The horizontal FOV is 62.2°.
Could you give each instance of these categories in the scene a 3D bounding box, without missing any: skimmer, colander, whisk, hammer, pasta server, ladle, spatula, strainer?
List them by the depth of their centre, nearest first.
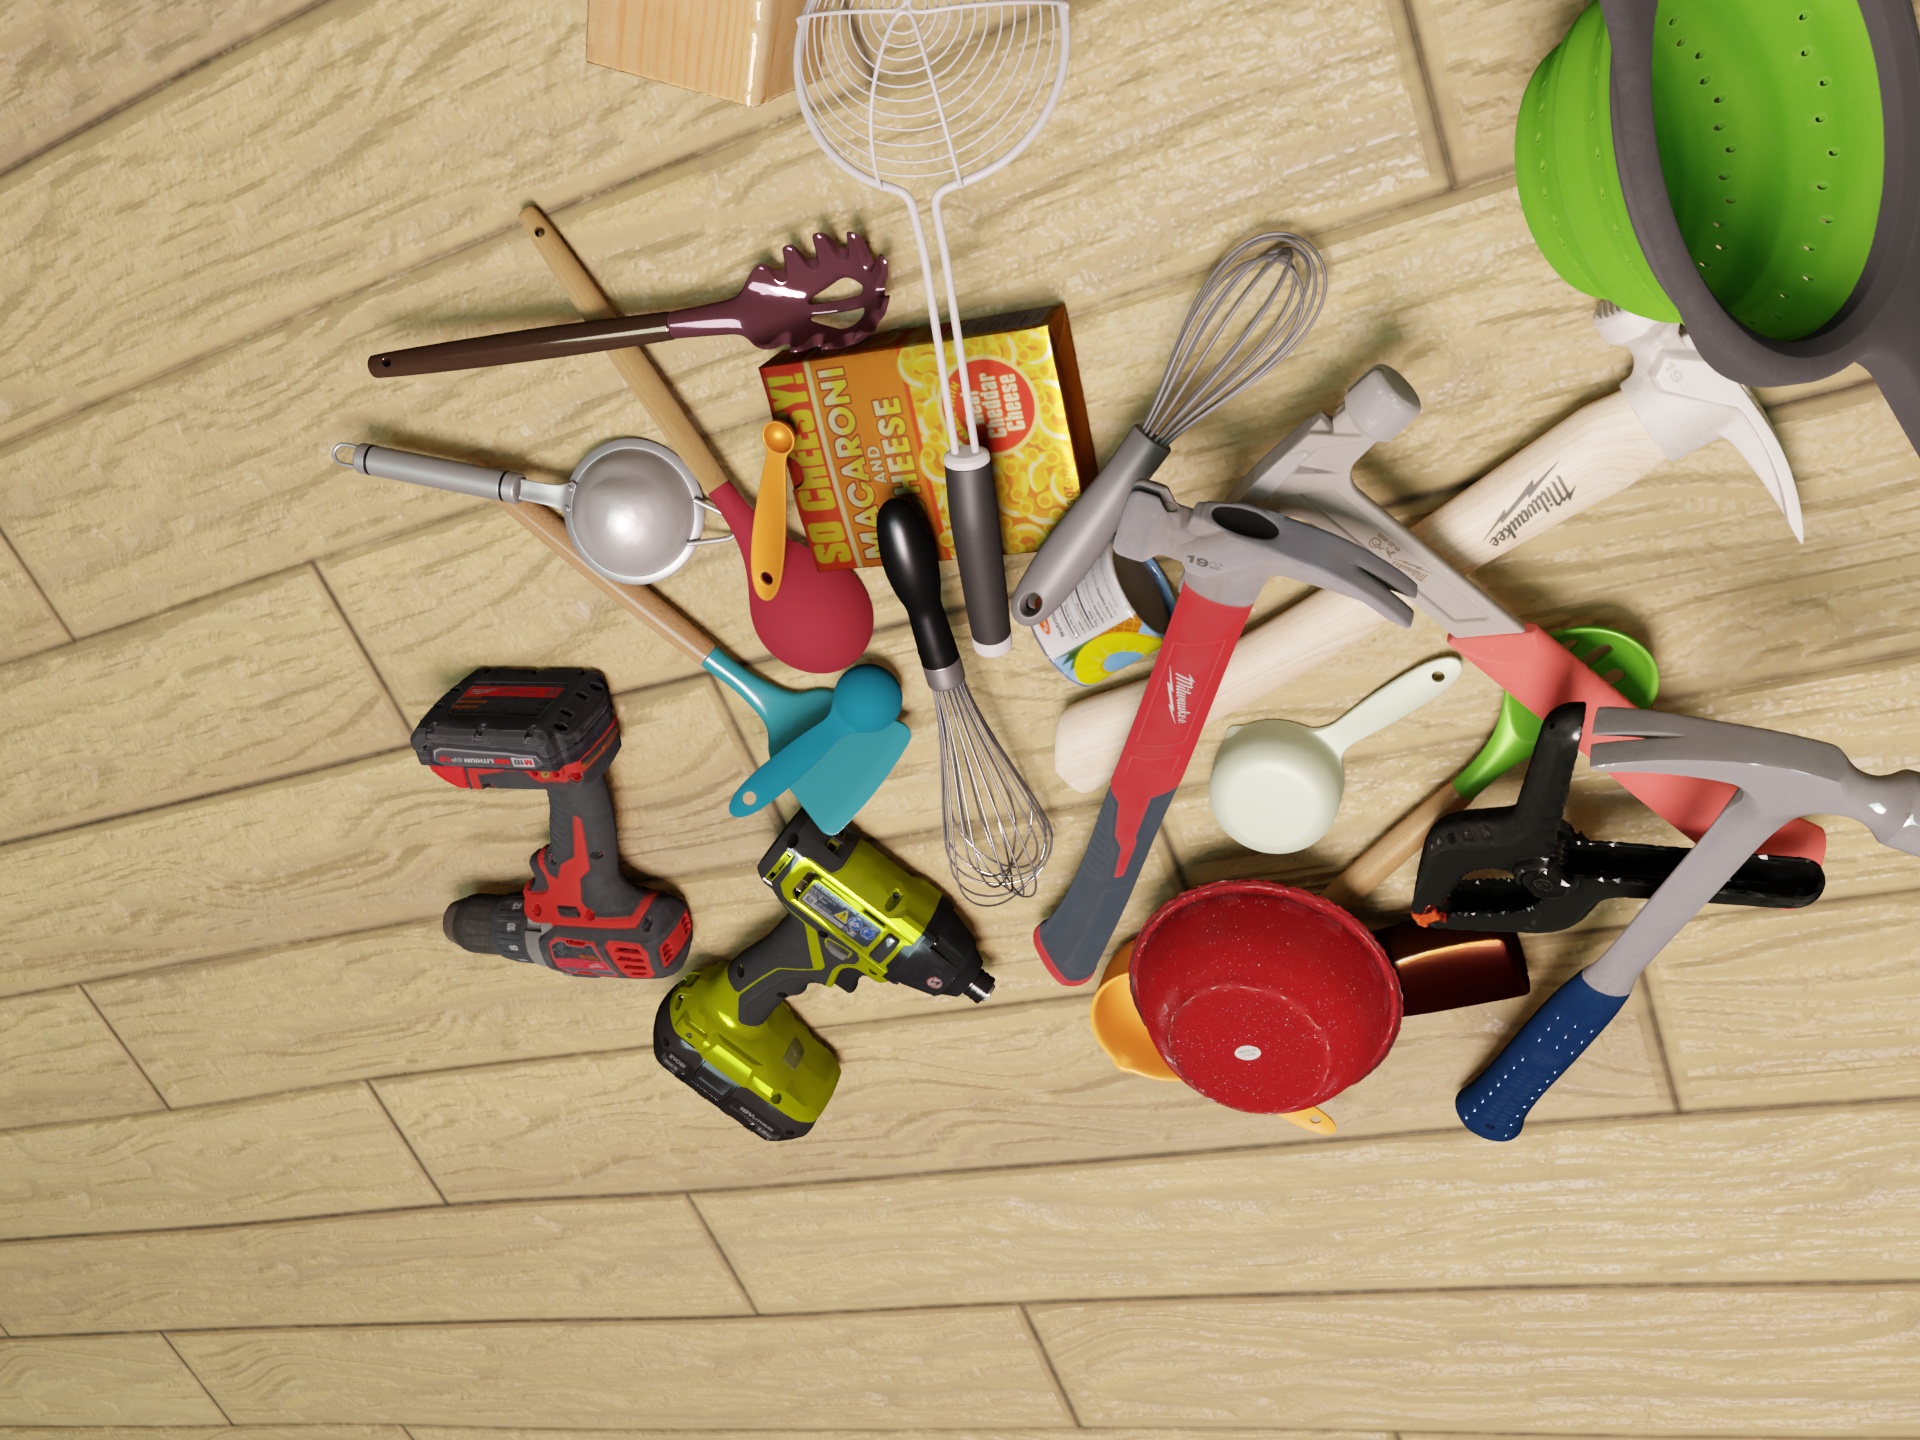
[{"bbox_3d":[0.348,-0.184,0.680,0.396,0.204,0.094,42,160,-27],"label":"colander"},{"bbox_3d":[0.002,-0.198,0.786,0.127,0.090,0.362,2,131,14],"label":"skimmer"},{"bbox_3d":[0.286,-0.016,0.798,0.359,0.037,0.149,37,128,-10],"label":"hammer"},{"bbox_3d":[0.099,-0.140,0.802,0.055,0.055,0.239,36,113,-3],"label":"whisk"},{"bbox_3d":[0.331,0.126,0.819,0.144,0.035,0.405,18,146,9],"label":"hammer"},{"bbox_3d":[0.218,-0.057,0.840,0.410,0.038,0.146,-33,106,33],"label":"hammer"},{"bbox_3d":[-0.186,-0.214,0.867,0.316,0.040,0.060,-4,90,14],"label":"pasta server"},{"bbox_3d":[0.117,0.038,0.876,0.143,0.038,0.386,19,139,5],"label":"hammer"},{"bbox_3d":[-0.153,-0.157,0.915,0.069,0.031,0.315,-34,102,3],"label":"ladle"},{"bbox_3d":[-0.002,-0.002,0.917,0.070,0.070,0.284,-3,126,21],"label":"whisk"},{"bbox_3d":[-0.261,-0.136,0.949,0.258,0.050,0.087,12,101,10],"label":"strainer"},{"bbox_3d":[-0.175,-0.057,0.975,0.317,0.044,0.082,38,92,-2],"label":"spatula"}]

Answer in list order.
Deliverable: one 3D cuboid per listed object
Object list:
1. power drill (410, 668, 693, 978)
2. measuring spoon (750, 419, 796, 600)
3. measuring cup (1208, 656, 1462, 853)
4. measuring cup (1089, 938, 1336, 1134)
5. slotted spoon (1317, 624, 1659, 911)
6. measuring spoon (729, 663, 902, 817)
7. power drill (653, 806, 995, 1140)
[{"bbox_3d":[-0.294,0.080,1.085,0.188,0.080,0.226,1,123,19],"label":"power drill"},{"bbox_3d":[-0.104,-0.116,0.887,0.021,0.011,0.116,21,130,13],"label":"measuring spoon"},{"bbox_3d":[0.208,0.018,0.885,0.083,0.038,0.167,45,126,-10],"label":"measuring cup"},{"bbox_3d":[0.165,0.200,1.004,0.173,0.052,0.095,32,125,-3],"label":"measuring cup"},{"bbox_3d":[0.264,0.053,0.895,0.070,0.031,0.313,34,127,-5],"label":"slotted spoon"},{"bbox_3d":[-0.089,0.014,0.948,0.128,0.021,0.042,-41,87,-2],"label":"measuring spoon"},{"bbox_3d":[-0.095,0.180,1.072,0.171,0.080,0.223,38,122,-5],"label":"power drill"}]
